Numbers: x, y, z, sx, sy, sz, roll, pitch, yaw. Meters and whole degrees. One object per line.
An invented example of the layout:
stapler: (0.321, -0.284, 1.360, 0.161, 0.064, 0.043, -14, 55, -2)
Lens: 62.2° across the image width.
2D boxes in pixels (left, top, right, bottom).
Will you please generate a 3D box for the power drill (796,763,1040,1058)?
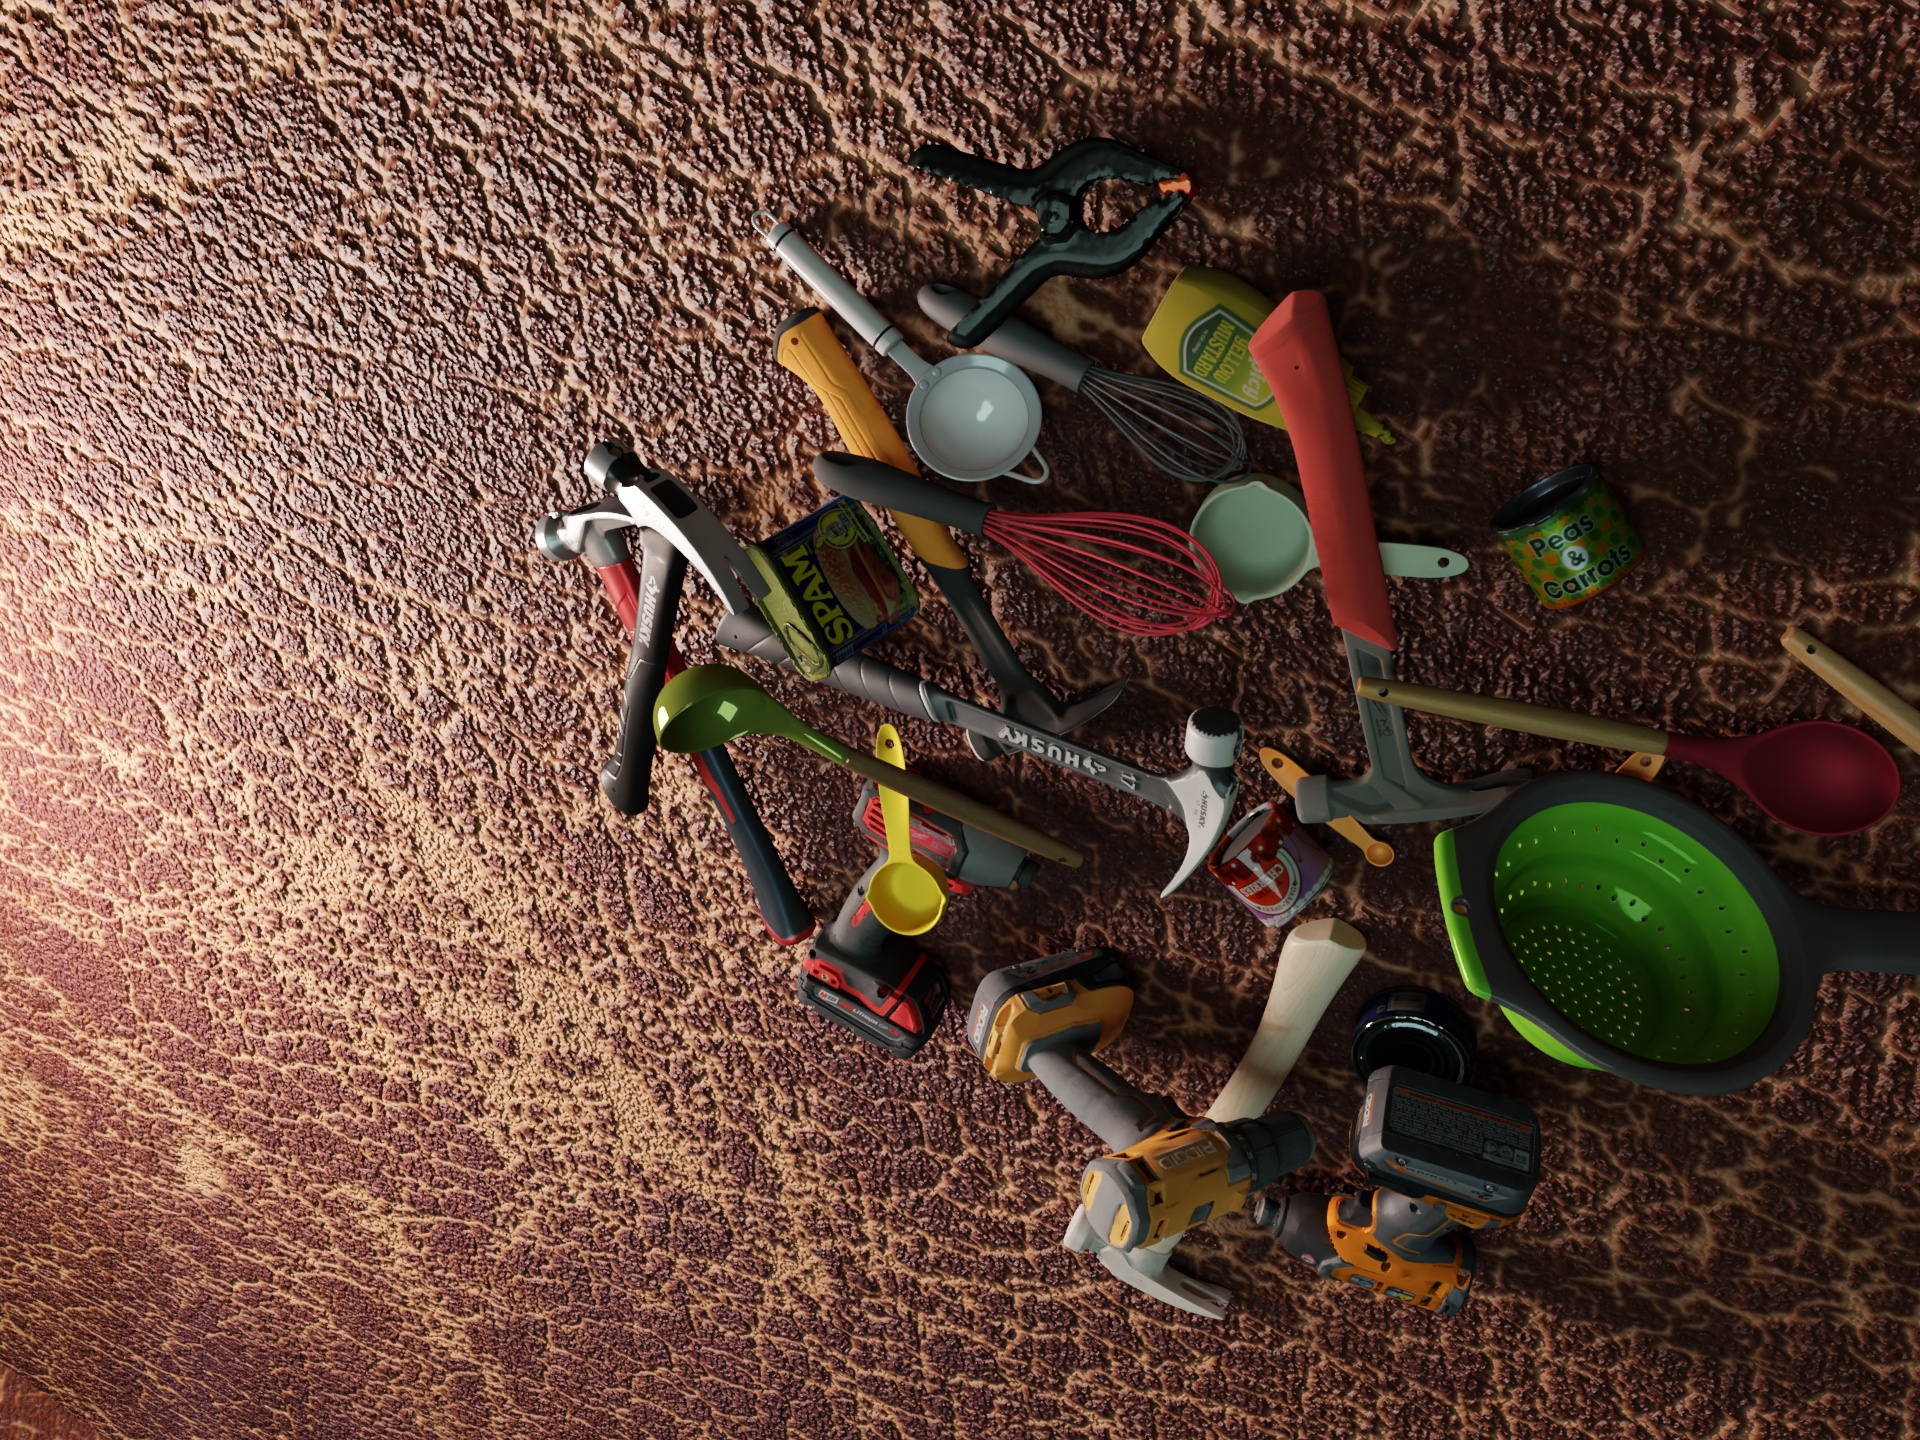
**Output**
power drill: (-0.033, 0.145, 1.218, 0.143, 0.078, 0.219, 27, 122, 7)

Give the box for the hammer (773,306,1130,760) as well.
hammer: (-0.017, -0.130, 1.077, 0.127, 0.034, 0.336, -23, 107, 33)

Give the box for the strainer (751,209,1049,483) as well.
strainer: (-0.039, -0.238, 1.021, 0.258, 0.050, 0.087, 44, 84, 3)

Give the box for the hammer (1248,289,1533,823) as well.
hammer: (0.245, -0.084, 0.949, 0.149, 0.037, 0.358, -8, 123, 20)

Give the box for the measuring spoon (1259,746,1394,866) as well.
measuring spoon: (0.250, 0.057, 1.085, 0.117, 0.011, 0.021, 41, 126, 1)

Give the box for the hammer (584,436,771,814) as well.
hammer: (-0.220, -0.037, 1.139, 0.146, 0.035, 0.334, 40, 141, 15)

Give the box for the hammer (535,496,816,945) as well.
hammer: (-0.190, 0.010, 1.212, 0.143, 0.038, 0.386, -1, 121, 43)

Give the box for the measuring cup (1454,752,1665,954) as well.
measuring cup: (0.382, 0.073, 1.015, 0.095, 0.052, 0.173, 34, 112, -3)

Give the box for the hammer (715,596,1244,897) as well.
hammer: (-0.002, -0.004, 1.100, 0.409, 0.036, 0.149, 21, 132, 24)

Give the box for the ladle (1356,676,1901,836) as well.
ladle: (0.394, 0.010, 0.950, 0.315, 0.031, 0.069, 11, 101, 4)

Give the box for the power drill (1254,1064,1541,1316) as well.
power drill: (0.311, 0.344, 1.153, 0.164, 0.084, 0.226, 16, 138, 9)

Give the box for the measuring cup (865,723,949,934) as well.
measuring cup: (-0.040, 0.076, 1.140, 0.062, 0.029, 0.156, -1, 102, 20)

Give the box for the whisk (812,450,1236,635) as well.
whisk: (0.035, -0.120, 1.003, 0.296, 0.073, 0.073, 22, 124, 18)

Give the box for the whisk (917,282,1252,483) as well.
whisk: (0.075, -0.211, 0.984, 0.239, 0.055, 0.055, 30, 125, 11)

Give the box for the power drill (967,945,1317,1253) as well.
power drill: (0.131, 0.264, 1.147, 0.226, 0.185, 0.084, 48, 136, 42)

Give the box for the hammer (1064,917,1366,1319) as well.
hammer: (0.216, 0.312, 1.228, 0.146, 0.038, 0.410, 26, 124, 6)

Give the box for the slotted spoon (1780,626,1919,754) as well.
slotted spoon: (0.601, 0.047, 0.913, 0.314, 0.031, 0.070, 38, 97, 3)

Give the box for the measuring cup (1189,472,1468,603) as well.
measuring cup: (0.227, -0.112, 0.984, 0.167, 0.038, 0.083, 8, 122, 12)

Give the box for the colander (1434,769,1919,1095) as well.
colander: (0.461, 0.144, 0.946, 0.397, 0.205, 0.094, 4, 144, -7)

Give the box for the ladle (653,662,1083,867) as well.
ladle: (-0.056, 0.044, 1.084, 0.320, 0.062, 0.078, 25, 136, -15)
